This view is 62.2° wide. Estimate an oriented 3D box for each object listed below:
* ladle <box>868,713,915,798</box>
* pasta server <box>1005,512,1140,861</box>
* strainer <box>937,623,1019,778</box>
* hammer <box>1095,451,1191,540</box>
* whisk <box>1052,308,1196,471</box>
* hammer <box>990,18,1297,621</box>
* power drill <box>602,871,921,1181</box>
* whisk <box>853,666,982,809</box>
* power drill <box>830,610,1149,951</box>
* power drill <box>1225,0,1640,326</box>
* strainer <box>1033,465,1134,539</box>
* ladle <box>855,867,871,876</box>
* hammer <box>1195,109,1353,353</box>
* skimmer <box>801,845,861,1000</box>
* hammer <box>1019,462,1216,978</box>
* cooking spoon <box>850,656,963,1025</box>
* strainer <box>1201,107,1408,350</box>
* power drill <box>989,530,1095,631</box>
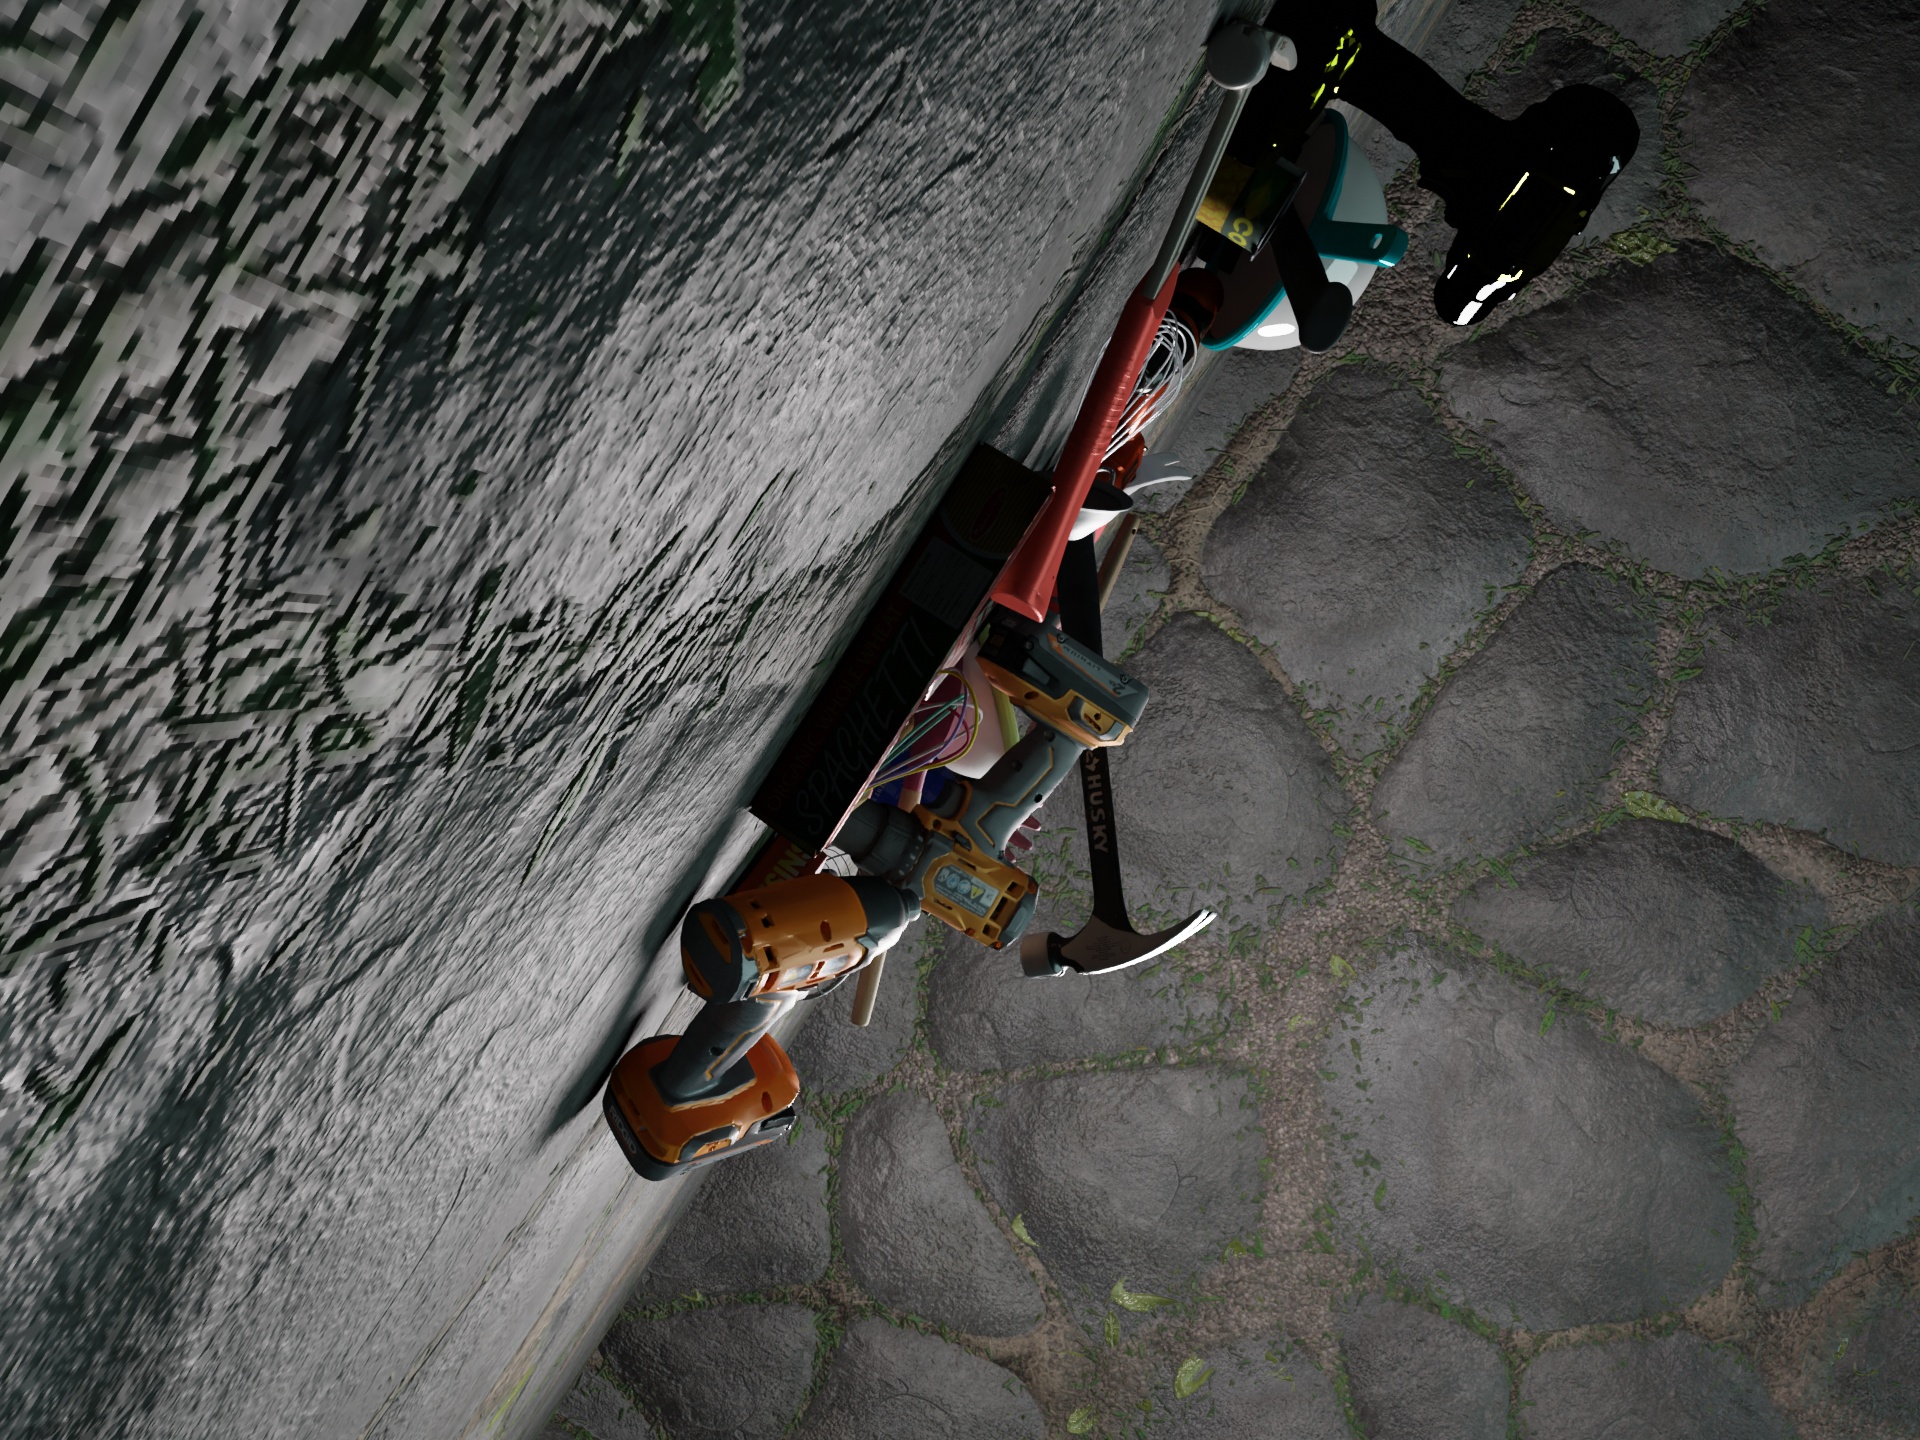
[{"bbox_3d":[-0.048,0.003,1.317,0.069,0.031,0.315,-63,176,37],"label":"ladle"},{"bbox_3d":[0.091,-0.031,1.370,0.060,0.040,0.316,25,89,-52],"label":"pasta server"},{"bbox_3d":[-0.002,-0.004,1.329,0.069,0.151,0.256,-13,171,-5],"label":"strainer"},{"bbox_3d":[0.104,-0.143,1.665,0.143,0.038,0.386,-21,160,-30],"label":"hammer"},{"bbox_3d":[0.085,-0.190,1.196,0.284,0.070,0.070,-54,179,39],"label":"whisk"},{"bbox_3d":[0.101,-0.223,0.931,0.359,0.037,0.149,-67,172,24],"label":"hammer"},{"bbox_3d":[-0.122,0.184,1.006,0.164,0.084,0.226,-9,140,-43],"label":"power drill"},{"bbox_3d":[-0.056,0.037,1.015,0.245,0.047,0.051,-40,-172,49],"label":"whisk"},{"bbox_3d":[0.010,0.032,1.148,0.226,0.185,0.084,-59,-159,0],"label":"power drill"},{"bbox_3d":[0.285,-0.357,1.009,0.080,0.228,0.190,-56,176,-21],"label":"power drill"},{"bbox_3d":[0.049,-0.140,1.054,0.258,0.087,0.050,-22,129,-63],"label":"strainer"},{"bbox_3d":[-0.072,0.132,1.540,0.078,0.062,0.320,-62,-177,21],"label":"ladle"},{"bbox_3d":[0.242,-0.353,1.186,0.146,0.035,0.335,-57,-162,32],"label":"hammer"},{"bbox_3d":[-0.105,0.157,1.338,0.127,0.090,0.363,-63,177,-2],"label":"skimmer"},{"bbox_3d":[0.103,-0.012,1.228,0.036,0.149,0.409,25,57,-61],"label":"hammer"},{"bbox_3d":[-0.043,0.078,1.218,0.069,0.017,0.319,14,-88,62],"label":"cooking spoon"},{"bbox_3d":[0.302,-0.371,1.270,0.211,0.095,0.341,-64,-162,13],"label":"strainer"},{"bbox_3d":[0.073,-0.113,1.422,0.143,0.078,0.219,-61,178,-3],"label":"power drill"}]
